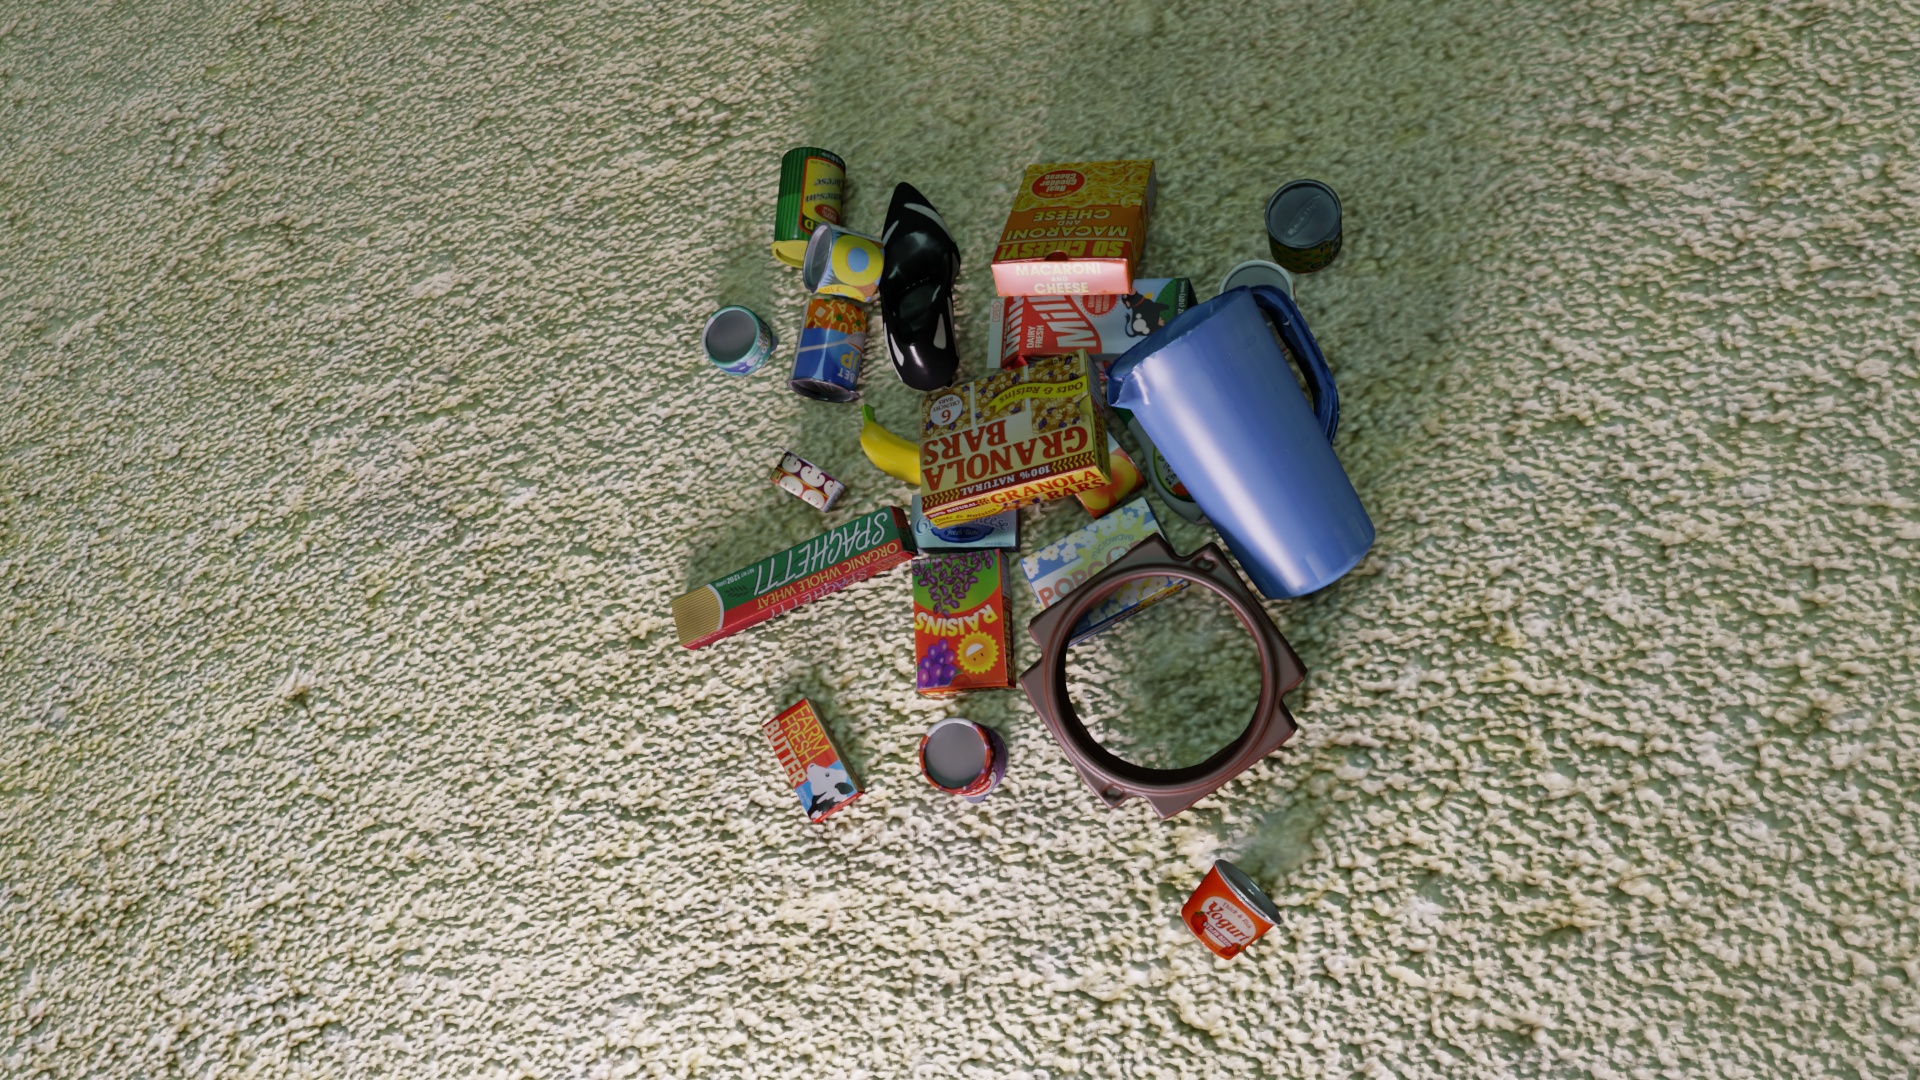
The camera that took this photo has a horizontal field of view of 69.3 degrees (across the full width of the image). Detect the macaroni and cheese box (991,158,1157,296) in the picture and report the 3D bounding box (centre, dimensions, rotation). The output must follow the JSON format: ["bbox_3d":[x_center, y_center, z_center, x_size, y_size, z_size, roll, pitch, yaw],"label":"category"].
[{"bbox_3d":[0.106,-0.289,1.272,0.124,0.040,0.167,2,45,17],"label":"macaroni and cheese box"}]

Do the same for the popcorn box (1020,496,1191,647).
[{"bbox_3d":[0.127,0.029,1.227,0.126,0.038,0.085,-28,70,8],"label":"popcorn box"}]

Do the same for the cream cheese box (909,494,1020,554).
[{"bbox_3d":[0.005,-0.016,1.283,0.104,0.024,0.053,-1,75,16],"label":"cream cheese box"}]

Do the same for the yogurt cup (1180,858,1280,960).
[{"bbox_3d":[0.215,0.299,1.119,0.072,0.072,0.054,45,100,21],"label":"yogurt cup"}]

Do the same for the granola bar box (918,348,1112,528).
[{"bbox_3d":[0.044,-0.089,1.226,0.165,0.039,0.125,-15,59,20],"label":"granola bar box"}]

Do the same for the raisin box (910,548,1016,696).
[{"bbox_3d":[0.003,0.075,1.252,0.086,0.040,0.123,-6,75,14],"label":"raisin box"}]

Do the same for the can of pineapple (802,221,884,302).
[{"bbox_3d":[-0.112,-0.264,1.329,0.070,0.058,0.071,-29,56,56],"label":"can of pineapple"}]

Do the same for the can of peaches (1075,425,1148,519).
[{"bbox_3d":[0.125,-0.059,1.237,0.058,0.071,0.071,-37,69,5],"label":"can of peaches"}]

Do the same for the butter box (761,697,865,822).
[{"bbox_3d":[-0.135,0.200,1.268,0.053,0.024,0.104,-34,70,5],"label":"butter box"}]

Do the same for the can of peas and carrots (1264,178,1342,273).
[{"bbox_3d":[0.310,-0.279,1.242,0.071,0.058,0.071,-4,76,15],"label":"can of peas and carrots"}]

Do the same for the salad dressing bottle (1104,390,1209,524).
[{"bbox_3d":[0.184,-0.084,1.237,0.064,0.044,0.148,-35,69,2],"label":"salad dressing bottle"}]

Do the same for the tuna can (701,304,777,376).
[{"bbox_3d":[-0.222,-0.201,1.393,0.071,0.033,0.071,-4,75,16],"label":"tuna can"}]

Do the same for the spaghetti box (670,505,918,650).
[{"bbox_3d":[-0.159,0.036,1.302,0.250,0.028,0.050,-23,72,17],"label":"spaghetti box"}]

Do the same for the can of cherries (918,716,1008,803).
[{"bbox_3d":[0.004,0.192,1.211,0.071,0.058,0.071,-4,75,16],"label":"can of cherries"}]

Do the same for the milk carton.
[{"bbox_3d":[0.117,-0.191,1.268,0.190,0.073,0.072,1,76,17],"label":"milk carton"}]

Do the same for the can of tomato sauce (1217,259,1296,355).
[{"bbox_3d":[0.262,-0.202,1.223,0.071,0.083,0.071,-4,76,15],"label":"can of tomato sauce"}]

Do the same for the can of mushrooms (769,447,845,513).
[{"bbox_3d":[-0.147,-0.057,1.314,0.071,0.071,0.033,30,88,21],"label":"can of mushrooms"}]

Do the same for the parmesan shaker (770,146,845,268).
[{"bbox_3d":[-0.152,-0.332,1.386,0.071,0.071,0.103,-1,76,16],"label":"parmesan shaker"}]

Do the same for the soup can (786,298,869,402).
[{"bbox_3d":[-0.124,-0.182,1.342,0.071,0.071,0.084,7,78,18],"label":"soup can"}]
